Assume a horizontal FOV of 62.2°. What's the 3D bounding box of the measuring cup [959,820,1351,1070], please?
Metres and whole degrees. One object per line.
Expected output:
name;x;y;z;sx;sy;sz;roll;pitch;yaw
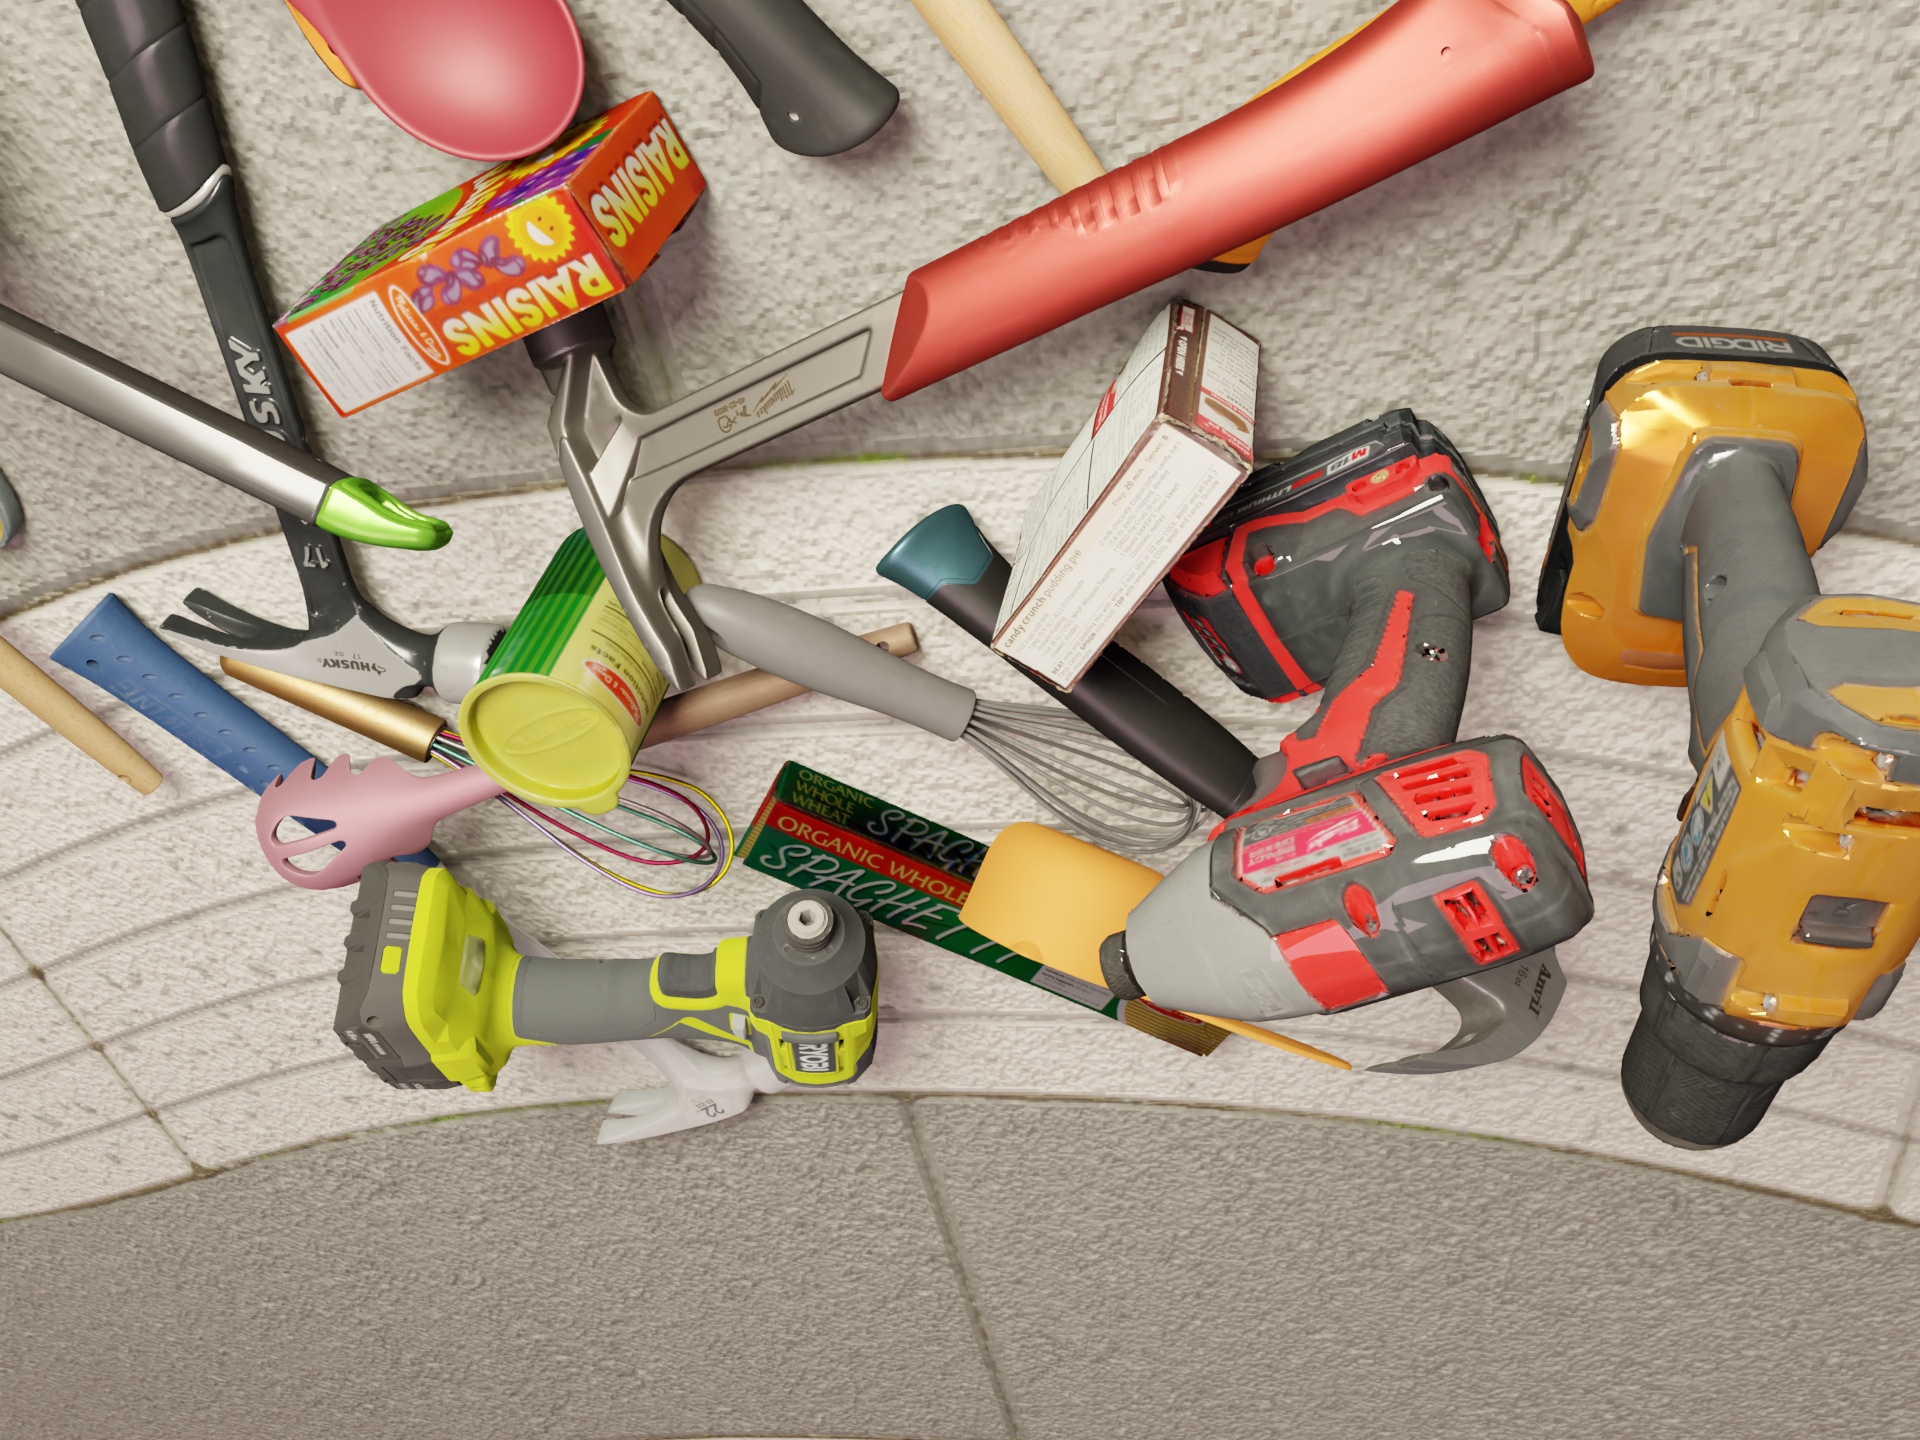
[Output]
measuring cup;0.086;0.090;0.661;0.174;0.052;0.095;19;178;21

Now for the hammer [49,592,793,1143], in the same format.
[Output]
hammer;-0.262;0.087;0.793;0.144;0.035;0.405;-31;118;31

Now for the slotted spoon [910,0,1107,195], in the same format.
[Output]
slotted spoon;-0.040;-0.255;0.455;0.031;0.070;0.313;-50;120;-8

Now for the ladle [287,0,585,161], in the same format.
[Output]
ladle;-0.262;-0.252;0.463;0.315;0.031;0.069;20;116;-19

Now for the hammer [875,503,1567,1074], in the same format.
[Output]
hammer;0.109;0.024;0.631;0.331;0.128;0.033;37;148;-9

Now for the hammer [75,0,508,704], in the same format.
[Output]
hammer;-0.273;-0.172;0.574;0.149;0.036;0.408;5;131;8

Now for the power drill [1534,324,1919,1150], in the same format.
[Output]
power drill;0.235;0.002;0.493;0.084;0.226;0.185;5;131;7

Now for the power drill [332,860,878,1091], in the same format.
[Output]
power drill;-0.148;0.114;0.706;0.223;0.080;0.171;1;153;-2

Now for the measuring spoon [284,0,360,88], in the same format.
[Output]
measuring spoon;-0.218;-0.259;0.506;0.021;0.011;0.116;-6;132;14

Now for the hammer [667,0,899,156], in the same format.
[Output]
hammer;-0.143;-0.283;0.430;0.334;0.035;0.146;39;152;-27

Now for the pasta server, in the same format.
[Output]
pasta server;-0.167;0.012;0.684;0.316;0.040;0.060;-18;104;8

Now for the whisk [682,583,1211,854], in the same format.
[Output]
whisk;-0.001;-0.003;0.645;0.239;0.055;0.055;23;131;-14

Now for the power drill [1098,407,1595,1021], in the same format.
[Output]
power drill;0.117;0.002;0.520;0.143;0.220;0.078;-24;122;28

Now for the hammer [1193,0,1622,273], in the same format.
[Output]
hammer;0.191;-0.229;0.432;0.337;0.034;0.127;-26;122;29

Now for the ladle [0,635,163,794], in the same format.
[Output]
ladle;-0.456;-0.080;0.672;0.078;0.062;0.319;-13;134;25

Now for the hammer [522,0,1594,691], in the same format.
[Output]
hammer;0.015;-0.127;0.504;0.359;0.037;0.149;-18;99;29

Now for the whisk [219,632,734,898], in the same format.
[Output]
whisk;-0.217;0.015;0.726;0.245;0.051;0.047;24;110;-4

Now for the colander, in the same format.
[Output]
colander;-0.336;-0.177;0.507;0.397;0.204;0.094;26;96;-7
